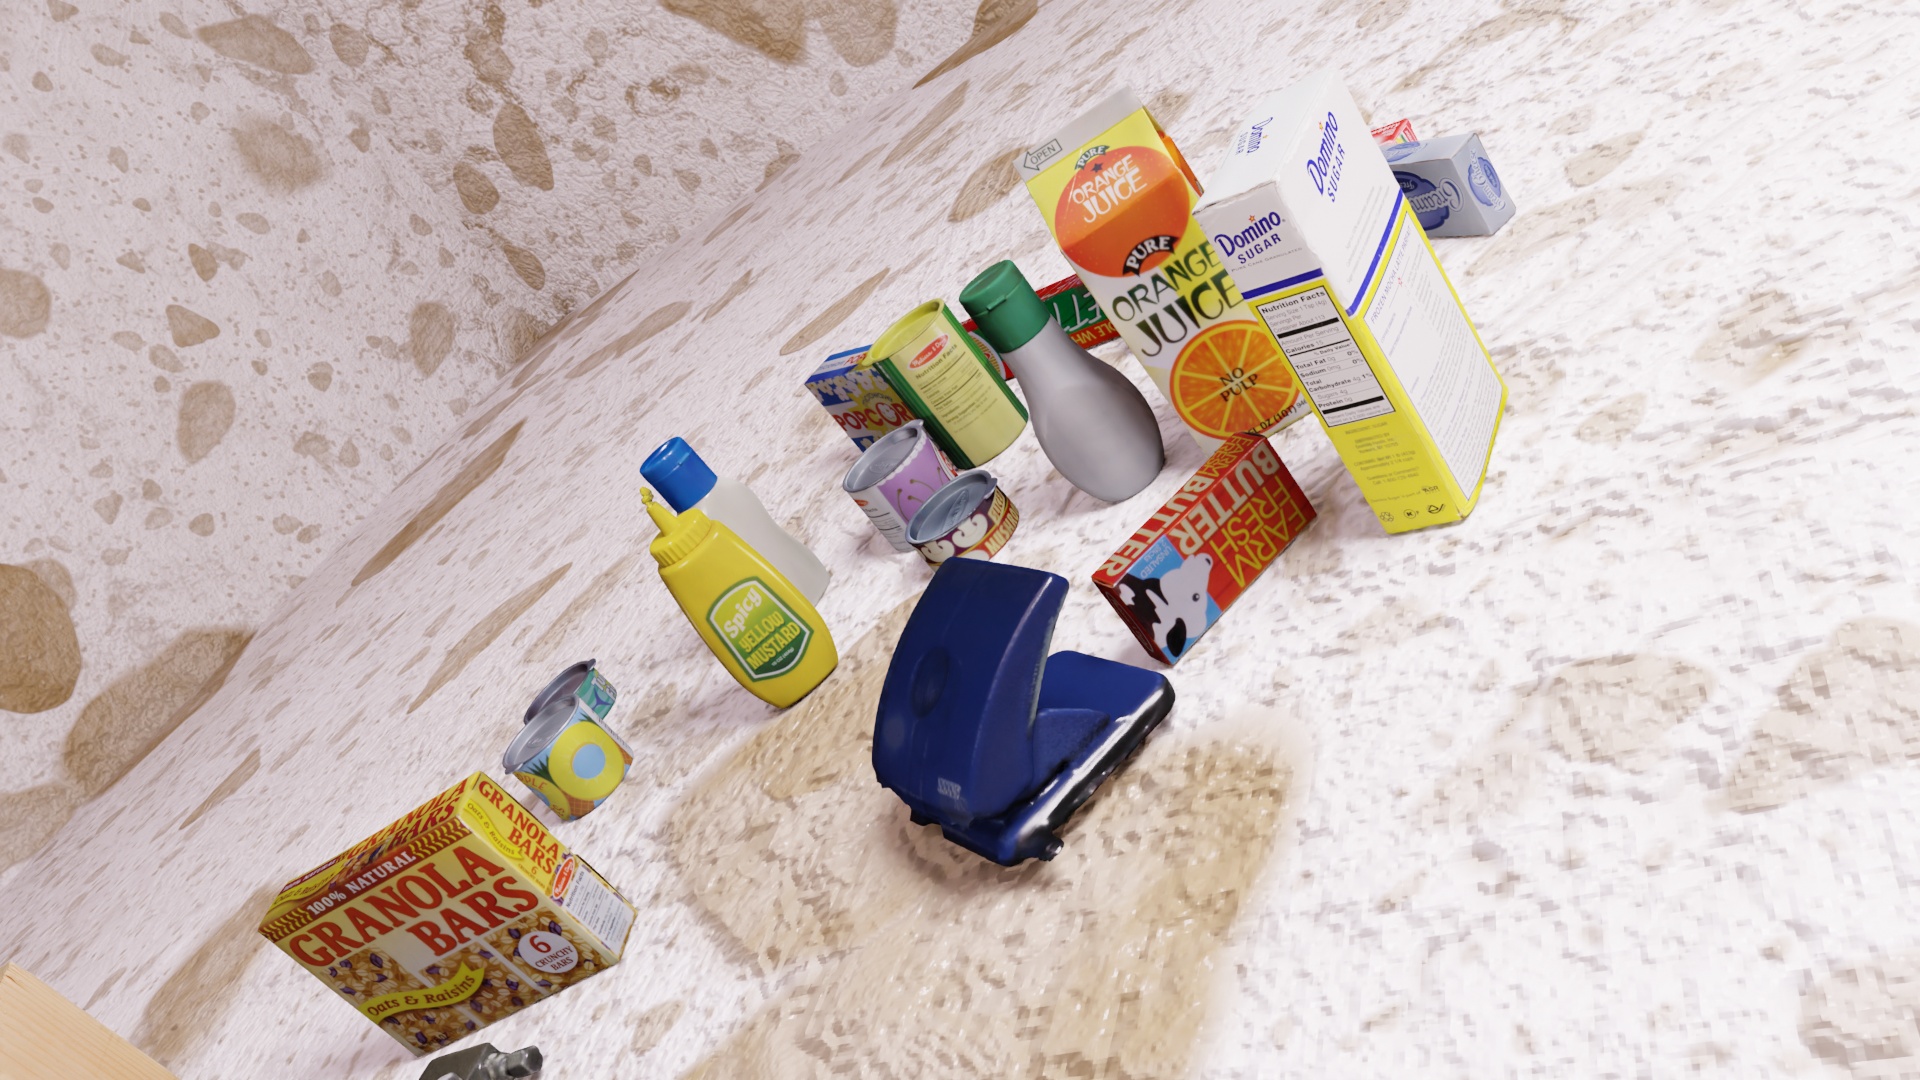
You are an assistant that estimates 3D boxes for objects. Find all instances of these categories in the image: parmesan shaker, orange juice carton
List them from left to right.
[{"bbox_3d":[-0.010,-0.106,0.964,0.071,0.103,0.071,-33,23,16],"label":"parmesan shaker"},{"bbox_3d":[0.111,-0.141,0.731,0.071,0.192,0.073,-32,24,19],"label":"orange juice carton"}]

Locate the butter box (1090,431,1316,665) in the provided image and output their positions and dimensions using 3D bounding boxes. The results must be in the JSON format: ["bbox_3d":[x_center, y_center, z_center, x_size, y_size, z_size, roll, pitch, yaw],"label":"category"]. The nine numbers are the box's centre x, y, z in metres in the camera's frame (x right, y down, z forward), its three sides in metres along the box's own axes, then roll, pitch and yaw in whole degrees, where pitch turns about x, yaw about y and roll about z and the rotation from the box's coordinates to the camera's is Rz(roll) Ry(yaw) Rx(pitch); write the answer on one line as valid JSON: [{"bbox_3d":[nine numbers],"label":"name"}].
[{"bbox_3d":[0.113,0.003,0.640,0.104,0.053,0.024,-44,23,-12],"label":"butter box"}]

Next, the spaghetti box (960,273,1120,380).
[{"bbox_3d":[0.080,-0.162,1.001,0.249,0.050,0.029,-16,32,44],"label":"spaghetti box"}]

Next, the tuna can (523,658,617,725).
[{"bbox_3d":[-0.295,0.125,1.059,0.071,0.032,0.071,-32,23,16],"label":"tuna can"}]

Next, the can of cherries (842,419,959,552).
[{"bbox_3d":[-0.034,-0.037,0.929,0.071,0.058,0.072,-32,23,16],"label":"can of cherries"}]

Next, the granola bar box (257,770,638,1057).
[{"bbox_3d":[-0.280,0.208,0.762,0.165,0.124,0.039,-30,24,22],"label":"granola bar box"}]

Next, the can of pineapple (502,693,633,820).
[{"bbox_3d":[-0.266,0.148,0.938,0.071,0.057,0.071,-32,23,16],"label":"can of pineapple"}]

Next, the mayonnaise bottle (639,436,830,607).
[{"bbox_3d":[-0.153,-0.005,0.935,0.041,0.147,0.065,-14,33,46],"label":"mayonnaise bottle"}]

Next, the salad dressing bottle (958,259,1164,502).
[{"bbox_3d":[0.056,-0.088,0.773,0.064,0.147,0.044,-34,23,14],"label":"salad dressing bottle"}]

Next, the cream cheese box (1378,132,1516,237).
[{"bbox_3d":[0.261,-0.199,0.791,0.024,0.053,0.104,-44,23,-11],"label":"cream cheese box"}]

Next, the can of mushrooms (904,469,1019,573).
[{"bbox_3d":[0.003,-0.011,0.857,0.071,0.033,0.071,-32,23,16],"label":"can of mushrooms"}]

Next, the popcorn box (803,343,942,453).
[{"bbox_3d":[-0.054,-0.107,1.056,0.038,0.085,0.126,-50,25,-25],"label":"popcorn box"}]

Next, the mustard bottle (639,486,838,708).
[{"bbox_3d":[-0.141,0.030,0.837,0.065,0.160,0.049,-42,22,-6],"label":"mustard bottle"}]
